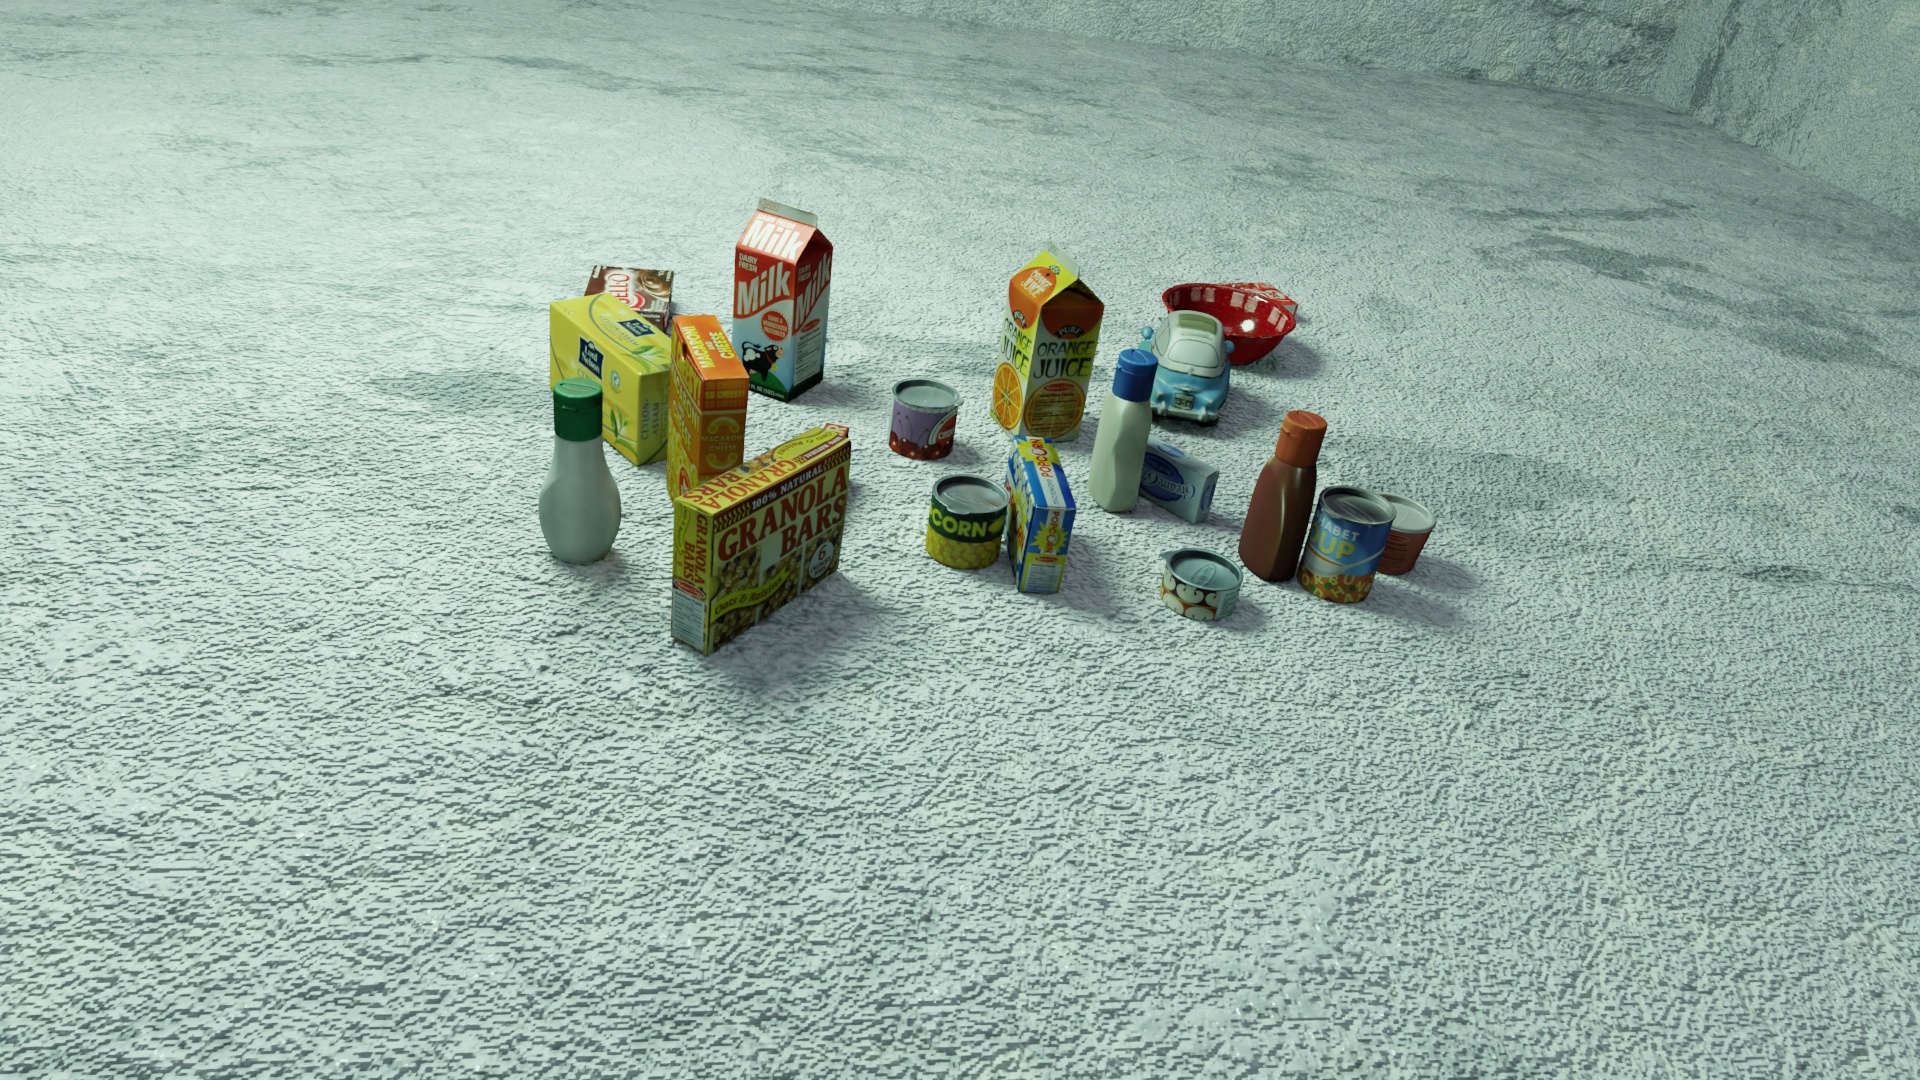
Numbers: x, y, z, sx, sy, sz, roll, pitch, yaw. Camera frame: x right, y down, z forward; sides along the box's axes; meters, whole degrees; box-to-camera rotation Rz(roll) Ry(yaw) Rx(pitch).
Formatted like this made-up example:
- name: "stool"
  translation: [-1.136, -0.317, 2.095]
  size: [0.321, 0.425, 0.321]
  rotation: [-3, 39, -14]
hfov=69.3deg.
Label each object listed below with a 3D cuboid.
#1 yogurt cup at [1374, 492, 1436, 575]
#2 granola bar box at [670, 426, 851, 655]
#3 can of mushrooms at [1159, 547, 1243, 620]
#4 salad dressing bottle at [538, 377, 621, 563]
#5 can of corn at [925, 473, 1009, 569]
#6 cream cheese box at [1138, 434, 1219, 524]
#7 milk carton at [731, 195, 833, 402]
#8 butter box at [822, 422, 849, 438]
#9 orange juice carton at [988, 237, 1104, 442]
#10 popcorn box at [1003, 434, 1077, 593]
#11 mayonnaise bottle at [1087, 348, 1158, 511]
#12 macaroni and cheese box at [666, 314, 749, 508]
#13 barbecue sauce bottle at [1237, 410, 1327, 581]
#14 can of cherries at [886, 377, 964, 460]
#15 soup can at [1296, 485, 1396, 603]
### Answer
- name: "yogurt cup"
  translation: [0.394, -0.005, 1.272]
  size: [0.072, 0.053, 0.073]
  rotation: [6, 31, -4]
- name: "granola bar box"
  translation: [-0.150, -0.003, 1.064]
  size: [0.039, 0.123, 0.166]
  rotation: [24, 34, 24]
- name: "can of mushrooms"
  translation: [0.201, 0.036, 1.176]
  size: [0.071, 0.033, 0.071]
  rotation: [6, 31, -4]
- name: "salad dressing bottle"
  translation: [-0.299, -0.054, 1.089]
  size: [0.064, 0.146, 0.044]
  rotation: [10, 31, 2]
- name: "can of corn"
  translation: [0.004, -0.015, 1.187]
  size: [0.071, 0.058, 0.071]
  rotation: [6, 31, -4]
- name: "cream cheese box"
  translation: [0.194, -0.062, 1.317]
  size: [0.024, 0.053, 0.104]
  rotation: [-22, 42, -41]
- name: "milk carton"
  translation: [-0.179, -0.244, 1.391]
  size: [0.072, 0.189, 0.074]
  rotation: [20, 33, 19]
- name: "butter box"
  translation: [-0.125, -0.059, 1.233]
  size: [0.024, 0.052, 0.104]
  rotation: [12, 31, 6]
- name: "orange juice carton"
  translation: [0.087, -0.196, 1.377]
  size: [0.073, 0.191, 0.072]
  rotation: [-6, 34, -23]
- name: "popcorn box"
  translation: [0.064, -0.024, 1.191]
  size: [0.038, 0.084, 0.127]
  rotation: [3, 31, -9]
- name: "mayonnaise bottle"
  translation: [0.151, -0.103, 1.282]
  size: [0.041, 0.147, 0.065]
  rotation: [-1, 32, -16]
- name: "macaroni and cheese box"
  translation: [-0.211, -0.085, 1.144]
  size: [0.040, 0.165, 0.124]
  rotation: [-5, 33, -22]
- name: "barbecue sauce bottle"
  translation: [0.283, -0.040, 1.211]
  size: [0.044, 0.147, 0.065]
  rotation: [-3, 33, -19]
- name: "can of cherries"
  translation: [-0.034, -0.117, 1.346]
  size: [0.071, 0.058, 0.072]
  rotation: [6, 31, -4]
- name: "soup can"
  translation: [0.334, 0.004, 1.214]
  size: [0.071, 0.083, 0.072]
  rotation: [6, 31, -4]
